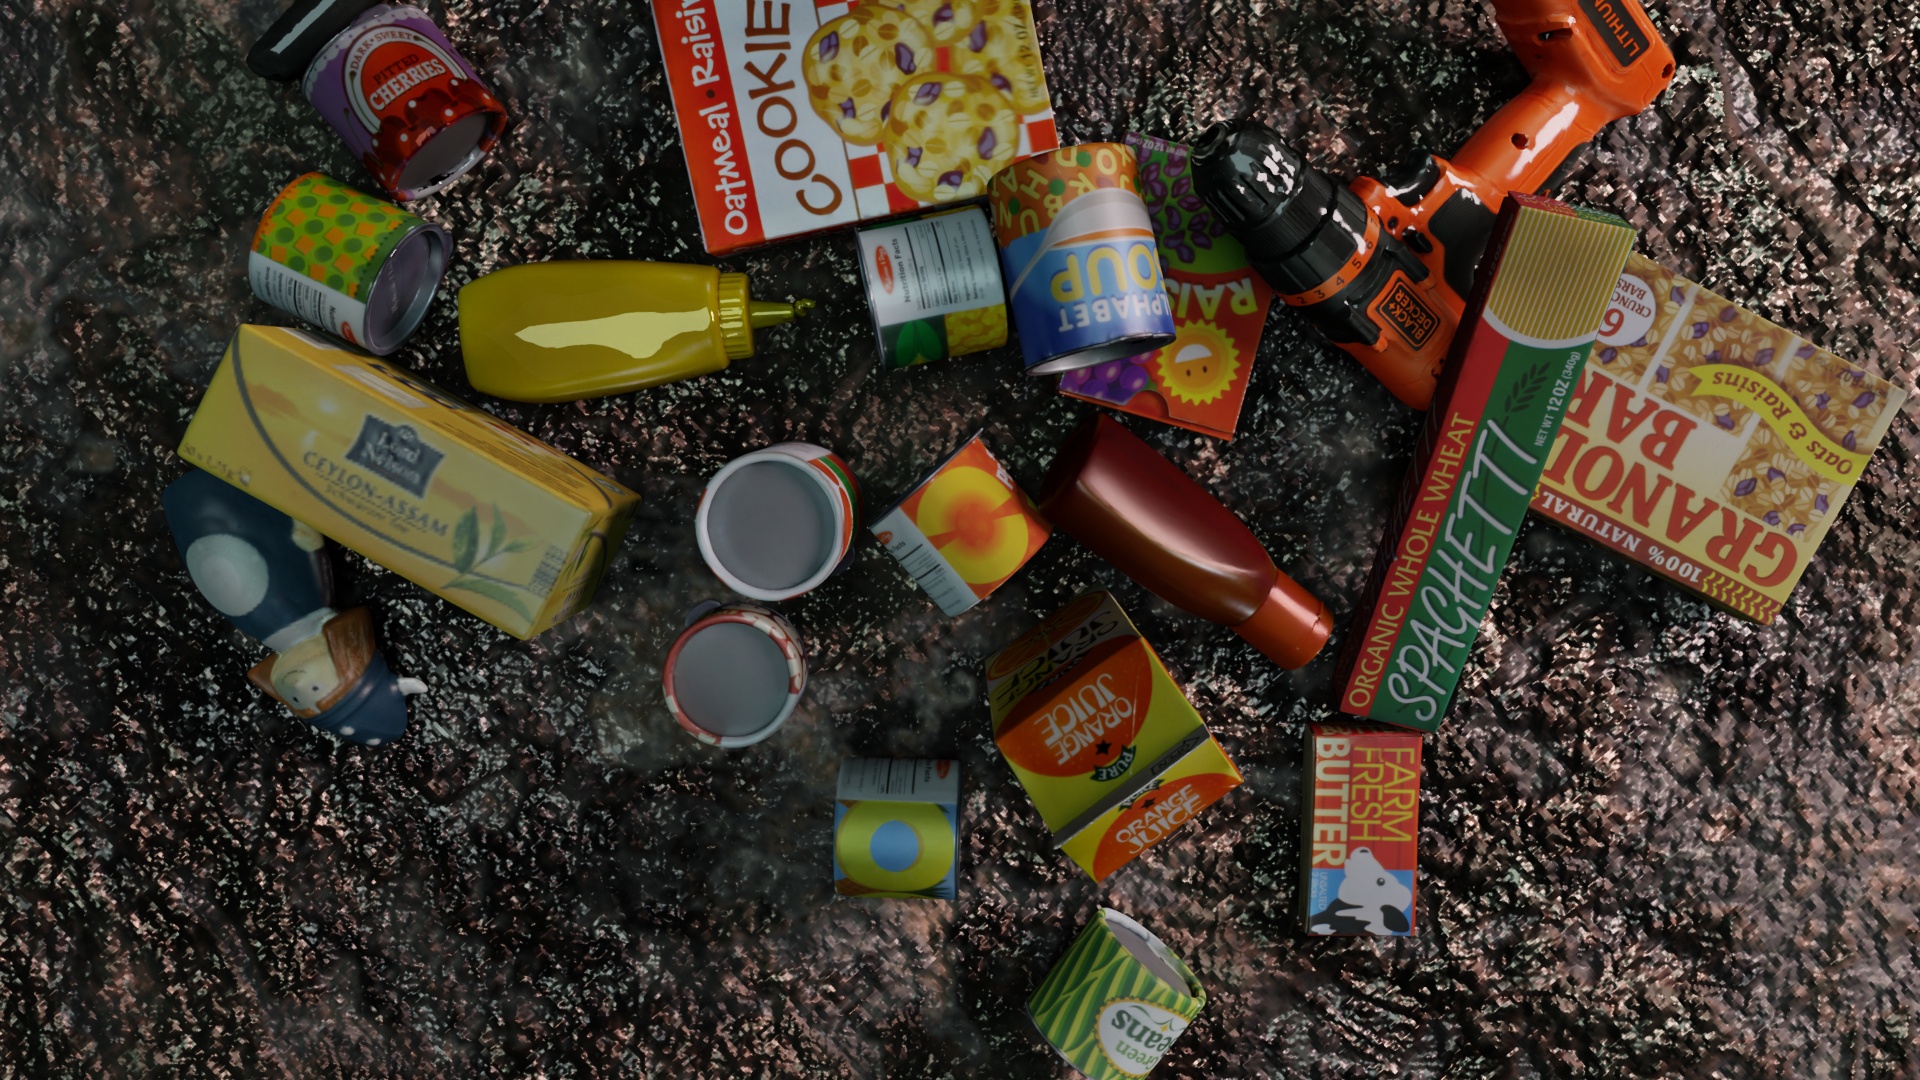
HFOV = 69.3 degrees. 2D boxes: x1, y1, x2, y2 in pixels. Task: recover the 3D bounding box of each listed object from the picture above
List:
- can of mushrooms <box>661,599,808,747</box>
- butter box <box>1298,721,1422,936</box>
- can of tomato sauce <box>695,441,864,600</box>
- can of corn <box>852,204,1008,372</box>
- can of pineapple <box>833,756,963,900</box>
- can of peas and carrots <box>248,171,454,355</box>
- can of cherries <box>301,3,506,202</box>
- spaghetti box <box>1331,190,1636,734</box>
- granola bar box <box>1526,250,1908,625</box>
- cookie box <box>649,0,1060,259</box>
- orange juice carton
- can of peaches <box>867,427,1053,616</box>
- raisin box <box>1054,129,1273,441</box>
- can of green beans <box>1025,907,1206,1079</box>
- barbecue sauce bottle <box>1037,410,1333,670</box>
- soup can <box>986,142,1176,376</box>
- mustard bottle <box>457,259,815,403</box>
[{"bbox_3d":[-0.109,0.063,0.668,0.071,0.033,0.071,0,97,1],"label":"can of mushrooms"},{"bbox_3d":[0.194,0.140,0.677,0.053,0.024,0.103,1,96,1],"label":"butter box"},{"bbox_3d":[-0.080,-0.009,0.635,0.071,0.083,0.071,0,96,1],"label":"can of tomato sauce"},{"bbox_3d":[-0.014,-0.114,0.632,0.058,0.071,0.071,-12,96,-3],"label":"can of corn"},{"bbox_3d":[-0.028,0.138,0.658,0.058,0.071,0.071,1,96,1],"label":"can of pineapple"},{"bbox_3d":[-0.277,-0.128,0.634,0.059,0.071,0.071,25,96,-1],"label":"can of peas and carrots"},{"bbox_3d":[-0.248,-0.196,0.623,0.071,0.071,0.058,-39,95,5],"label":"can of cherries"},{"bbox_3d":[0.226,-0.026,0.618,0.050,0.029,0.248,13,115,3],"label":"spaghetti box"},{"bbox_3d":[0.327,-0.052,0.647,0.165,0.039,0.124,26,97,-2],"label":"granola bar box"},{"bbox_3d":[-0.047,-0.206,0.636,0.167,0.040,0.122,-12,96,1],"label":"cookie box"},{"bbox_3d":[0.060,0.079,0.587,0.072,0.193,0.073,-35,96,4],"label":"orange juice carton"},{"bbox_3d":[0.002,-0.008,0.643,0.071,0.071,0.058,-41,94,5],"label":"can of peaches"},{"bbox_3d":[0.100,-0.117,0.643,0.086,0.040,0.123,15,97,-2],"label":"raisin box"},{"bbox_3d":[0.075,0.220,0.666,0.071,0.071,0.058,37,95,-3],"label":"can of green beans"},{"bbox_3d":[0.107,0.005,0.647,0.148,0.065,0.043,36,132,-11],"label":"barbecue sauce bottle"},{"bbox_3d":[0.052,-0.119,0.589,0.071,0.071,0.083,-12,90,2],"label":"soup can"},{"bbox_3d":[-0.146,-0.099,0.643,0.160,0.049,0.065,-4,97,0],"label":"mustard bottle"}]
